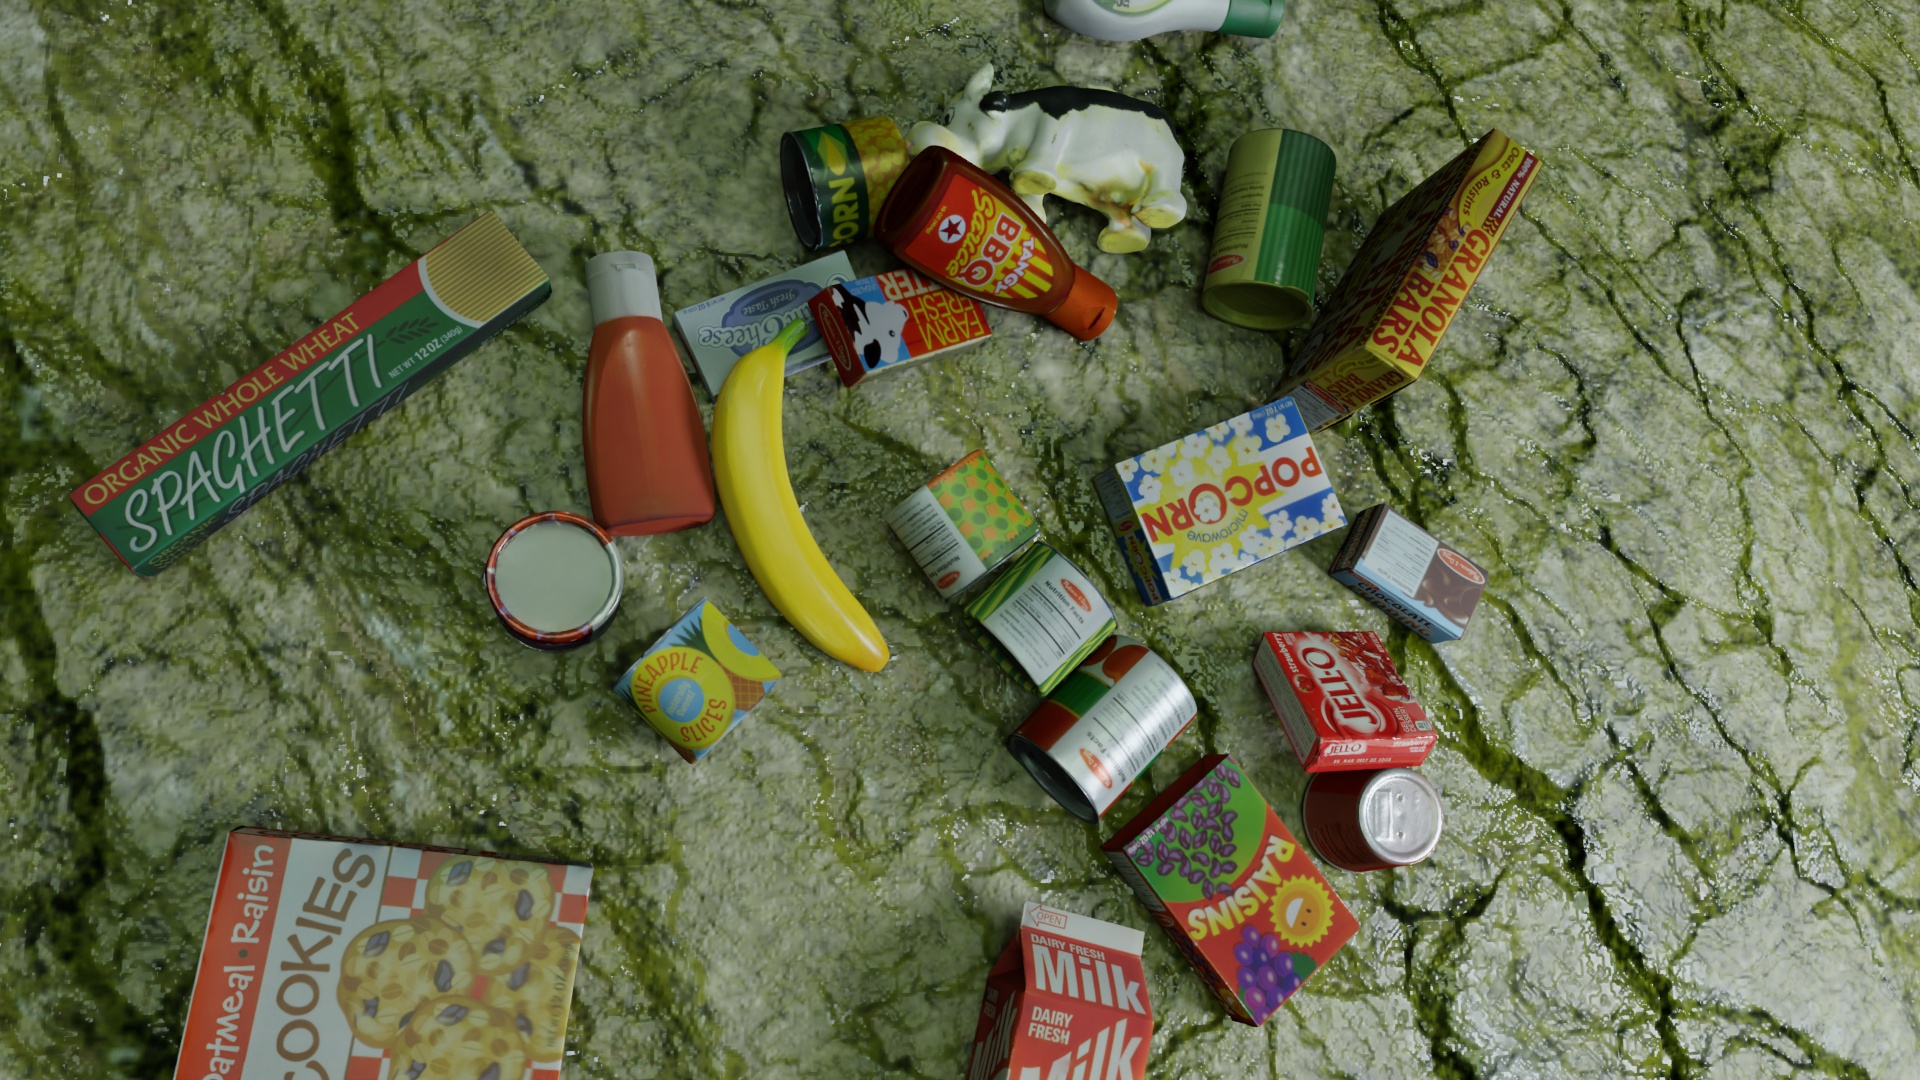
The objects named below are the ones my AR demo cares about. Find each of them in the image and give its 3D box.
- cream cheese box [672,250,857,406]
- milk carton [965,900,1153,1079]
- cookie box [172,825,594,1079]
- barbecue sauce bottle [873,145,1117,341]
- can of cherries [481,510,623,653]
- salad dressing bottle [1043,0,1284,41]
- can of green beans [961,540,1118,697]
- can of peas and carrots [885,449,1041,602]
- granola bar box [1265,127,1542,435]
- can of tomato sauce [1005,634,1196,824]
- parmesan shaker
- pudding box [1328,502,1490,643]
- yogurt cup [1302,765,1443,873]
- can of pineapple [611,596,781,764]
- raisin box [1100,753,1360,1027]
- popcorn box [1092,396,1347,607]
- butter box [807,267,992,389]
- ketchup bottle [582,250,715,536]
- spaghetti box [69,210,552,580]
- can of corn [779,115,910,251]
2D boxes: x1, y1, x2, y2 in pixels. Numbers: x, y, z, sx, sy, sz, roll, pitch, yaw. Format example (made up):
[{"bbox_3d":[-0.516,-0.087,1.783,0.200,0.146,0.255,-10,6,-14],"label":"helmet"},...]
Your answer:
[{"bbox_3d":[-0.102,-0.119,0.775,0.104,0.024,0.053,-25,88,-17],"label":"cream cheese box"},{"bbox_3d":[0.044,0.289,0.713,0.072,0.073,0.191,17,76,-11],"label":"milk carton"},{"bbox_3d":[-0.271,0.208,0.664,0.167,0.040,0.123,10,78,-14],"label":"cookie box"},{"bbox_3d":[0.026,-0.159,0.778,0.148,0.044,0.064,25,109,-37],"label":"barbecue sauce bottle"},{"bbox_3d":[-0.208,0.021,0.704,0.071,0.058,0.071,3,80,-15],"label":"can of cherries"},{"bbox_3d":[0.128,-0.341,0.865,0.148,0.044,0.064,2,81,-15],"label":"salad dressing bottle"},{"bbox_3d":[0.043,0.043,0.759,0.058,0.071,0.071,-42,92,-11],"label":"can of green beans"},{"bbox_3d":[0.003,-0.010,0.762,0.071,0.071,0.058,-36,90,-17],"label":"can of peas and carrots"},{"bbox_3d":[0.260,-0.149,0.823,0.039,0.124,0.166,35,74,-5],"label":"granola bar box"},{"bbox_3d":[0.077,0.102,0.761,0.083,0.071,0.071,-43,93,-18],"label":"can of tomato sauce"},{"bbox_3d":[0.189,-0.188,0.839,0.071,0.071,0.103,16,76,-11],"label":"parmesan shaker"},{"bbox_3d":[0.273,0.021,0.844,0.084,0.030,0.050,32,73,-7],"label":"pudding box"},{"bbox_3d":[0.239,0.158,0.798,0.072,0.054,0.072,3,79,-14],"label":"yogurt cup"},{"bbox_3d":[-0.134,0.072,0.708,0.058,0.071,0.071,45,73,-3],"label":"can of pineapple"},{"bbox_3d":[0.151,0.194,0.776,0.086,0.040,0.123,-37,90,-18],"label":"raisin box"},{"bbox_3d":[0.153,-0.024,0.817,0.127,0.038,0.085,-21,86,-17],"label":"popcorn box"},{"bbox_3d":[-0.032,-0.123,0.773,0.104,0.024,0.053,-24,90,-42],"label":"butter box"},{"bbox_3d":[-0.171,-0.079,0.739,0.065,0.043,0.149,-6,81,-23],"label":"ketchup bottle"},{"bbox_3d":[-0.324,-0.077,0.707,0.251,0.028,0.050,-41,91,-18],"label":"spaghetti box"},{"bbox_3d":[-0.063,-0.198,0.777,0.058,0.071,0.071,-16,85,-17],"label":"can of corn"}]
